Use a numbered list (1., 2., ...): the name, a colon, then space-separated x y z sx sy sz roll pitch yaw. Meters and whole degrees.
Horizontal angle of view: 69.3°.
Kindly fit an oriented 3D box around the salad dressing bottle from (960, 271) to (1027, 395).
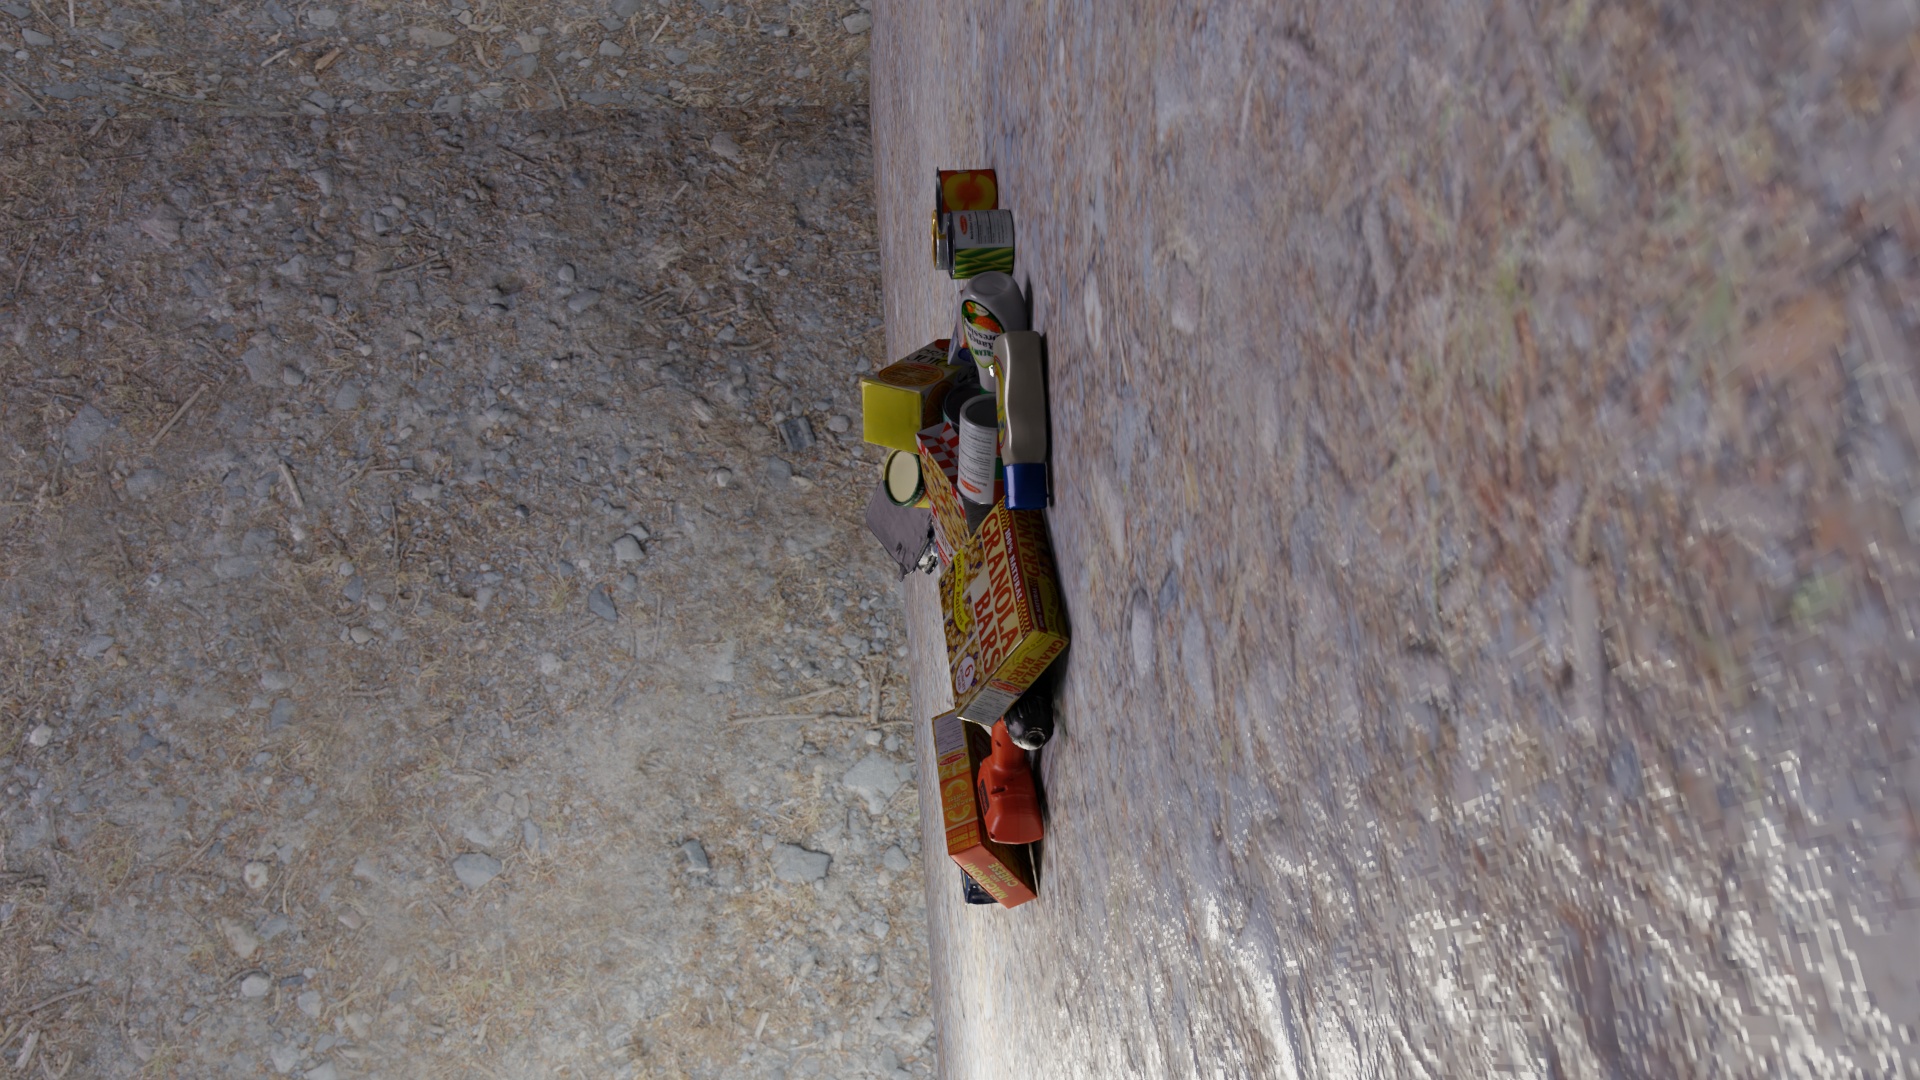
1. salad dressing bottle: 0.033 -0.175 1.277 0.064 0.044 0.146 27 144 30

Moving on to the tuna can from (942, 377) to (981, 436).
1. tuna can: 0.014 -0.131 1.425 0.032 0.071 0.071 94 171 -53

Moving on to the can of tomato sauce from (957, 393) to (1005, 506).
1. can of tomato sauce: 0.032 -0.085 1.274 0.071 0.071 0.082 -101 10 -53

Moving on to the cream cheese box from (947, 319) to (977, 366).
1. cream cheese box: 0.018 -0.200 1.408 0.103 0.053 0.024 125 149 -80

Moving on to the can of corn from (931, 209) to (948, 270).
1. can of corn: 0.000 -0.327 1.501 0.071 0.058 0.071 180 87 -84

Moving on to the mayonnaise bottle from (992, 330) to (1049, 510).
1. mayonnaise bottle: 0.052 -0.100 1.179 0.064 0.041 0.148 148 119 -82

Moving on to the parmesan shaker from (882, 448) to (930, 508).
1. parmesan shaker: -0.024 -0.063 1.490 0.071 0.103 0.071 -5 83 50

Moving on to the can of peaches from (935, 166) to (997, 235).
1. can of peaches: 0.006 -0.353 1.437 0.071 0.058 0.071 -179 86 -85

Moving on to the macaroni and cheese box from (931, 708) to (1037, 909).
1. macaroni and cheese box: 0.023 0.268 1.397 0.123 0.040 0.167 51 -159 -40

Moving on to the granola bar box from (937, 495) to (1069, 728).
1. granola bar box: 0.033 0.058 1.199 0.123 0.039 0.166 -52 31 34

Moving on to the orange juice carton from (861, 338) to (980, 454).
1. orange juice carton: -0.023 -0.164 1.497 0.194 0.073 0.071 -38 -44 -50

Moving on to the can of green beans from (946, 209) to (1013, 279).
1. can of green beans: 0.018 -0.286 1.340 0.071 0.058 0.071 180 87 -84

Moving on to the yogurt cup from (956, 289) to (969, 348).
1. yogurt cup: 0.026 -0.212 1.322 0.072 0.054 0.072 -179 87 -84

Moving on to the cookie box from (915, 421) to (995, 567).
1. cookie box: 0.005 -0.018 1.404 0.123 0.040 0.166 -125 18 -47

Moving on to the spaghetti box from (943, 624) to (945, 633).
1. spaghetti box: -0.002 0.015 1.678 0.251 0.029 0.050 -93 24 -51

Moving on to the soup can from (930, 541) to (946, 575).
1. soup can: 0.006 0.031 1.558 0.084 0.071 0.071 -101 10 -55
